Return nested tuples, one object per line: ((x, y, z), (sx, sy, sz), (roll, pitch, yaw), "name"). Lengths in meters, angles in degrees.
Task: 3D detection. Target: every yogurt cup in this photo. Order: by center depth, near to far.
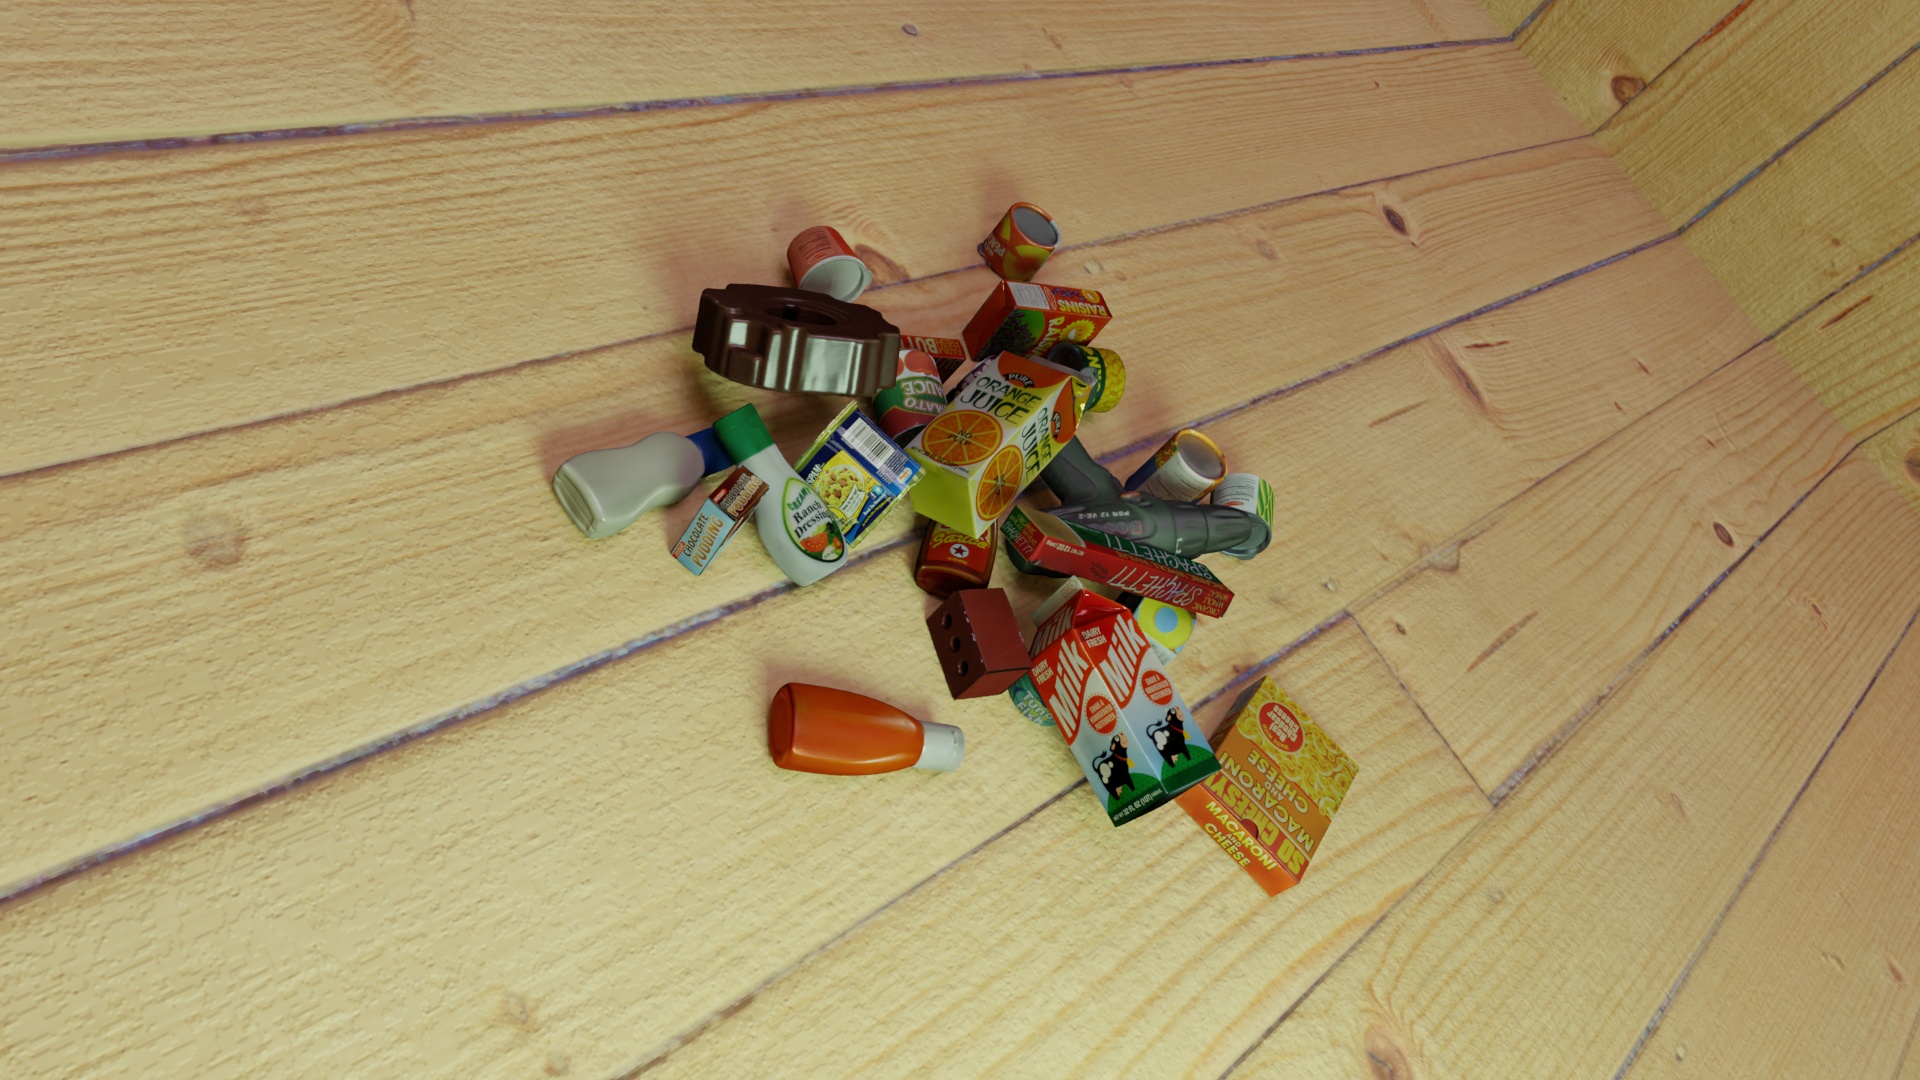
((-0.127, -0.254, 1.290), (0.072, 0.072, 0.054), (-3, 52, -37), "yogurt cup")

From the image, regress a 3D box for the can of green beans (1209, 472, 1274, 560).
((0.284, -0.026, 1.408), (0.071, 0.071, 0.058), (30, 45, -14), "can of green beans")

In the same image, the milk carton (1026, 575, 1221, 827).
((0.121, 0.125, 1.127), (0.074, 0.072, 0.191), (-14, 67, -42), "milk carton")

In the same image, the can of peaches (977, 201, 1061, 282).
((0.063, -0.317, 1.473), (0.071, 0.057, 0.071), (19, 50, -24), "can of peaches")

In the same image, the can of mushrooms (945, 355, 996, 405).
((0.017, -0.139, 1.304), (0.033, 0.070, 0.071), (49, 44, 3), "can of mushrooms")

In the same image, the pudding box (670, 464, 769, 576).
((-0.183, -0.015, 1.056), (0.030, 0.083, 0.050), (40, 45, -3), "pudding box")

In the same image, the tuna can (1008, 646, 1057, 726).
((0.074, 0.123, 1.172), (0.071, 0.032, 0.071), (19, 49, -24), "tuna can")

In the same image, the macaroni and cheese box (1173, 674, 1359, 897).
((0.276, 0.215, 1.242), (0.124, 0.040, 0.167), (45, 44, 2), "macaroni and cheese box")

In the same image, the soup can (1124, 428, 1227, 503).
((0.214, -0.063, 1.374), (0.071, 0.083, 0.072), (19, 49, -23), "soup can")

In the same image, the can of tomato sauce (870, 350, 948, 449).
((-0.043, -0.120, 1.243), (0.071, 0.071, 0.083), (4, 56, -34), "can of tomato sauce")

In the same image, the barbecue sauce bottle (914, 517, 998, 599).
((0.004, -0.015, 1.216), (0.065, 0.043, 0.149), (15, 48, 0), "barbecue sauce bottle")

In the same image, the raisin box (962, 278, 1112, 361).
((0.077, -0.215, 1.388), (0.123, 0.085, 0.040), (0, 57, -36), "raisin box")

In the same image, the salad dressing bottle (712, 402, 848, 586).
((-0.144, -0.037, 1.100), (0.064, 0.044, 0.147), (-38, 101, -47), "salad dressing bottle")

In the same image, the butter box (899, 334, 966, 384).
((-0.051, -0.165, 1.284), (0.104, 0.053, 0.024), (-2, 62, -36), "butter box")

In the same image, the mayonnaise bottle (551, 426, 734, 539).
((-0.238, -0.052, 1.076), (0.149, 0.041, 0.065), (-27, 78, -46), "mayonnaise bottle")

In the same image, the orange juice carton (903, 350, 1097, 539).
((0.038, -0.097, 1.205), (0.072, 0.072, 0.193), (25, 54, 28), "orange juice carton")

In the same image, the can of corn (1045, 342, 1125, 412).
((0.125, -0.162, 1.394), (0.058, 0.071, 0.071), (1, 58, -35), "can of corn")

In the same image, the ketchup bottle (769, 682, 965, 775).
((-0.068, 0.148, 1.045), (0.149, 0.043, 0.065), (13, 53, -28), "ketchup bottle")

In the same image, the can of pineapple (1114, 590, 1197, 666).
((0.172, 0.072, 1.255), (0.058, 0.070, 0.071), (35, 45, -10), "can of pineapple")

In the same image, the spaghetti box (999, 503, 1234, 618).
((0.139, 0.020, 1.177), (0.250, 0.028, 0.050), (16, 24, -40), "spaghetti box")
